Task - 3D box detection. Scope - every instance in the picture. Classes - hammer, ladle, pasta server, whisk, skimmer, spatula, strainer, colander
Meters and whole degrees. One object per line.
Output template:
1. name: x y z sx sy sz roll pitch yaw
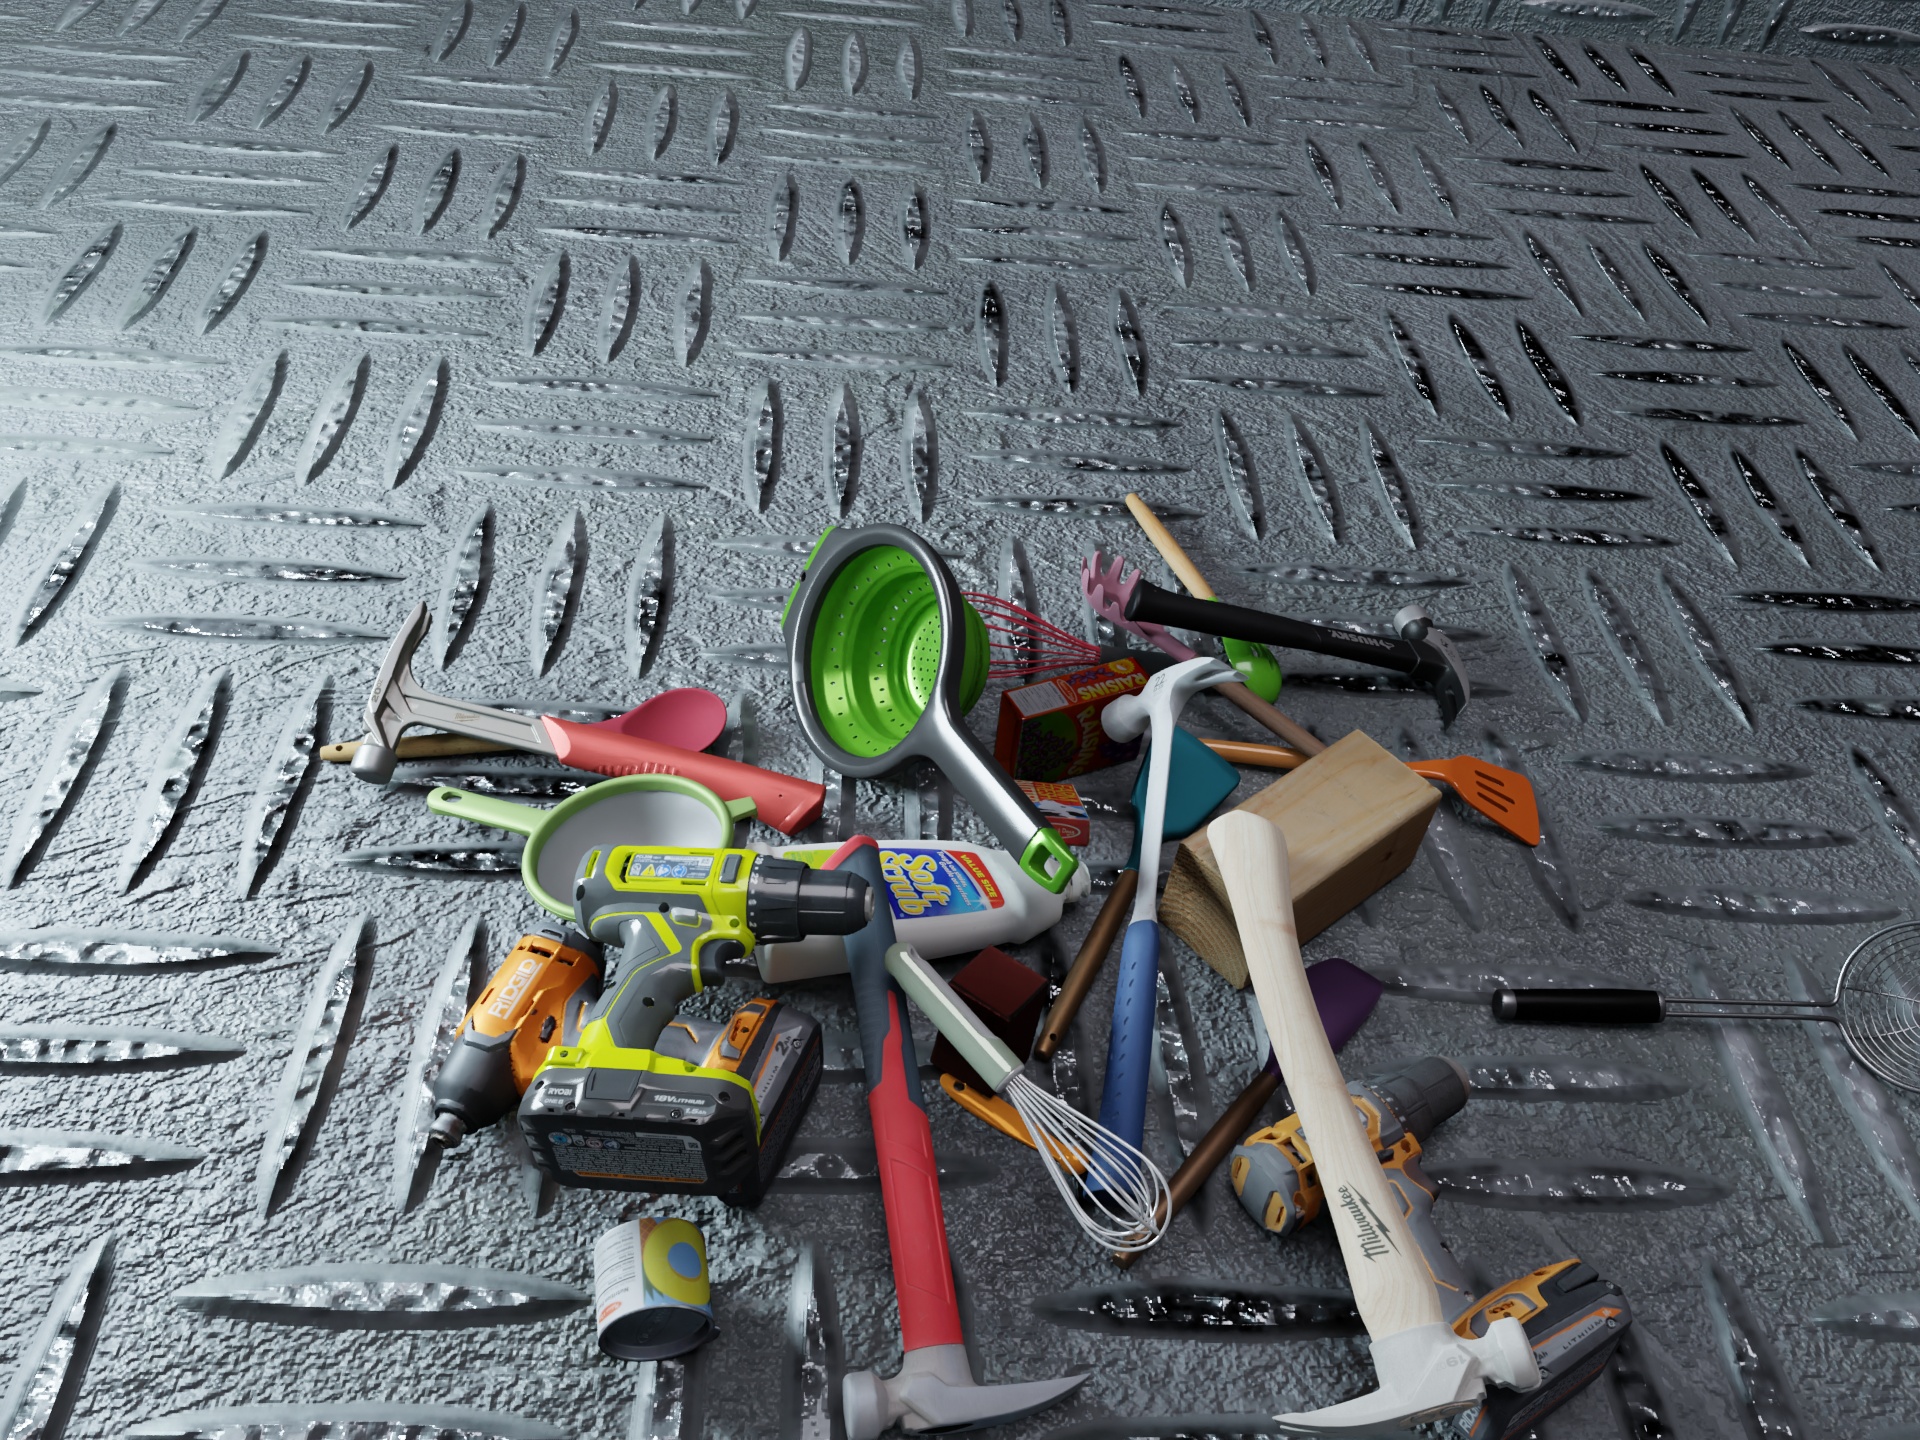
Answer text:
1. hammer: -0.280 0.015 1.241 0.359 0.036 0.149 13 67 1
2. hammer: 0.215 0.231 1.003 0.146 0.038 0.411 -20 49 9
3. ladle: -0.345 0.014 1.269 0.315 0.031 0.069 -5 55 -10
4. pasta server: 0.221 -0.041 1.350 0.316 0.040 0.060 39 38 23
5. whisk: 0.101 -0.058 1.389 0.295 0.073 0.073 9 43 -8
6. hammer: -0.025 0.245 1.013 0.143 0.038 0.387 -3 55 -12
7. skimmer: 0.577 0.205 1.150 0.363 0.090 0.127 2 75 -3
8. hammer: 0.132 0.132 1.114 0.035 0.144 0.406 26 55 -23
9. spatula: 0.196 0.261 1.089 0.060 0.018 0.316 30 47 25
10. whisk: 0.037 0.229 0.995 0.059 0.057 0.246 -47 71 6
11. spatula: 0.124 0.129 1.200 0.082 0.044 0.318 36 48 -3
12. strainer: -0.281 0.101 1.167 0.256 0.069 0.151 11 42 23
13. colander: -0.002 -0.004 1.239 0.094 0.204 0.398 7 32 -42
14. spatula: 0.325 0.045 1.334 0.322 0.041 0.081 7 43 5
15. hammer: 0.293 -0.071 1.381 0.334 0.035 0.146 9 39 -21

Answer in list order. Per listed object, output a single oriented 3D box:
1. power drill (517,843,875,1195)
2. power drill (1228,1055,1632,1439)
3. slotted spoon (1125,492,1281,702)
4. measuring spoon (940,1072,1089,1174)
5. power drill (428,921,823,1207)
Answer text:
1. power drill: -0.159 0.169 0.974 0.190 0.080 0.229 2 42 6
2. power drill: 0.308 0.318 1.004 0.185 0.084 0.226 -20 45 -27
3. slotted spoon: 0.222 -0.126 1.488 0.070 0.031 0.314 23 27 -38
4. measuring spoon: 0.035 0.267 1.065 0.117 0.011 0.021 28 47 21
5. power drill: -0.220 0.230 1.023 0.226 0.084 0.164 15 45 13
